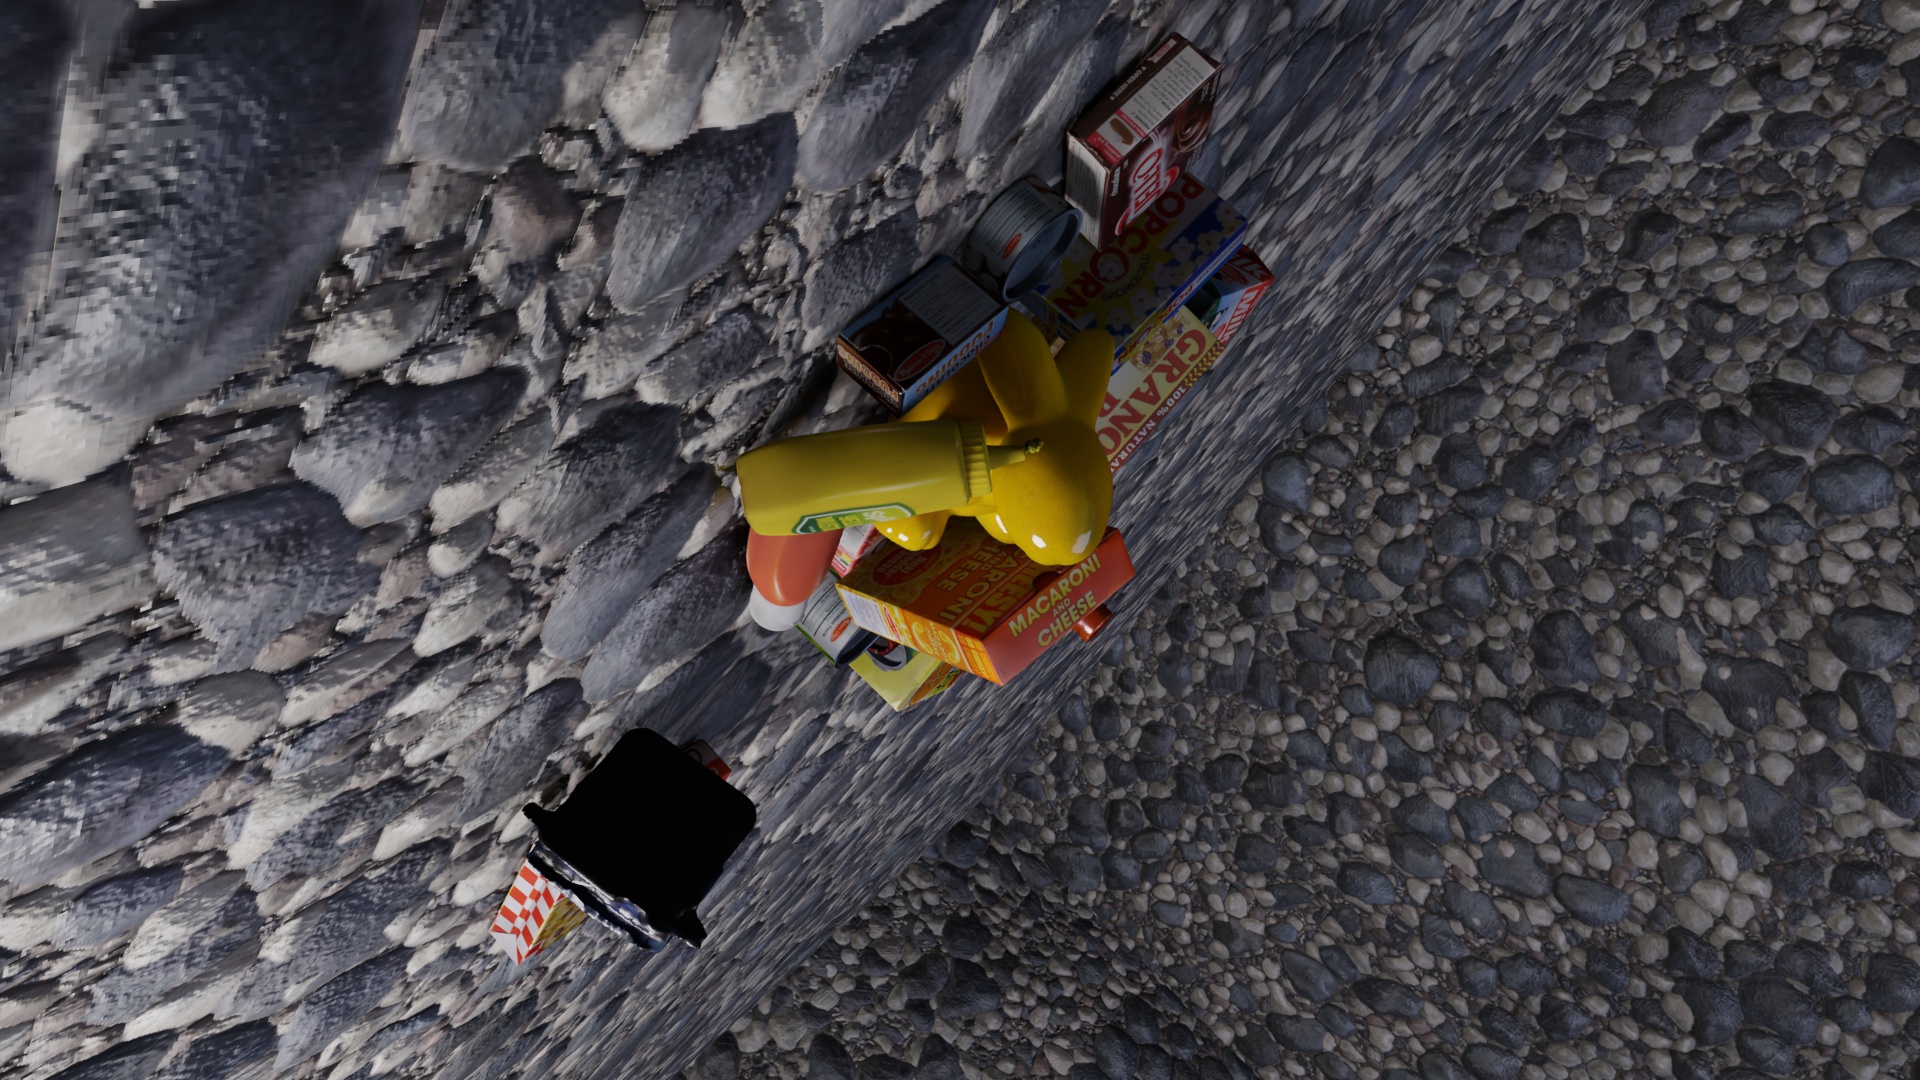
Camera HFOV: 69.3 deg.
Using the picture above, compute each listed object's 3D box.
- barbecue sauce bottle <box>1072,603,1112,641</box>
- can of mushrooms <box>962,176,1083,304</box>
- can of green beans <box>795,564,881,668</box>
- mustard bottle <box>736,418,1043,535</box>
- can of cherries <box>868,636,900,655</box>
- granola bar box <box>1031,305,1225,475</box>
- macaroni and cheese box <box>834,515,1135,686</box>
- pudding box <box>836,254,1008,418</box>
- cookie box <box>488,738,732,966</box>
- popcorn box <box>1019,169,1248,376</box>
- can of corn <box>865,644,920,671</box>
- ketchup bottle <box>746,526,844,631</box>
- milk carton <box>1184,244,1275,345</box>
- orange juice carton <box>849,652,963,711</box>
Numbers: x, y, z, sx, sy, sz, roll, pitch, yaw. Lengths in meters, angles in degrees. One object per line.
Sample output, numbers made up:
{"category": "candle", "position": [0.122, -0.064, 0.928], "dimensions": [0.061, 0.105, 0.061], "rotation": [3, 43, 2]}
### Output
{"category": "barbecue sauce bottle", "position": [0.073, 0.030, 1.270], "dimensions": [0.044, 0.149, 0.064], "rotation": [-45, 168, -9]}
{"category": "can of mushrooms", "position": [0.035, -0.168, 0.780], "dimensions": [0.071, 0.033, 0.071], "rotation": [-45, 167, -13]}
{"category": "can of green beans", "position": [-0.086, 0.049, 1.001], "dimensions": [0.071, 0.058, 0.071], "rotation": [-44, 167, -12]}
{"category": "mustard bottle", "position": [-0.035, -0.036, 0.735], "dimensions": [0.160, 0.049, 0.065], "rotation": [-9, 171, 2]}
{"category": "can of cherries", "position": [-0.056, 0.049, 1.077], "dimensions": [0.058, 0.071, 0.071], "rotation": [-40, 166, -28]}
{"category": "granola bar box", "position": [0.091, -0.113, 0.984], "dimensions": [0.165, 0.039, 0.124], "rotation": [-49, 129, 9]}
{"category": "macaroni and cheese box", "position": [0.013, 0.025, 0.911], "dimensions": [0.124, 0.040, 0.166], "rotation": [-37, -150, -25]}
{"category": "pudding box", "position": [-0.021, -0.109, 0.737], "dimensions": [0.084, 0.050, 0.030], "rotation": [-42, 165, -24]}
{"category": "cookie box", "position": [-0.258, 0.229, 1.035], "dimensions": [0.168, 0.040, 0.122], "rotation": [-30, 160, -51]}
{"category": "popcorn box", "position": [0.106, -0.177, 0.870], "dimensions": [0.127, 0.085, 0.038], "rotation": [-45, 167, -7]}
{"category": "can of corn", "position": [-0.051, 0.067, 1.157], "dimensions": [0.058, 0.071, 0.070], "rotation": [-40, 166, -33]}
{"category": "ketchup bottle", "position": [-0.102, 0.008, 0.847], "dimensions": [0.065, 0.043, 0.148], "rotation": [-38, 166, -31]}
{"category": "milk carton", "position": [0.189, -0.199, 1.114], "dimensions": [0.072, 0.073, 0.191], "rotation": [-55, 166, 29]}
{"category": "orange juice carton", "position": [-0.031, 0.098, 1.315], "dimensions": [0.071, 0.073, 0.193], "rotation": [-50, 168, 14]}
